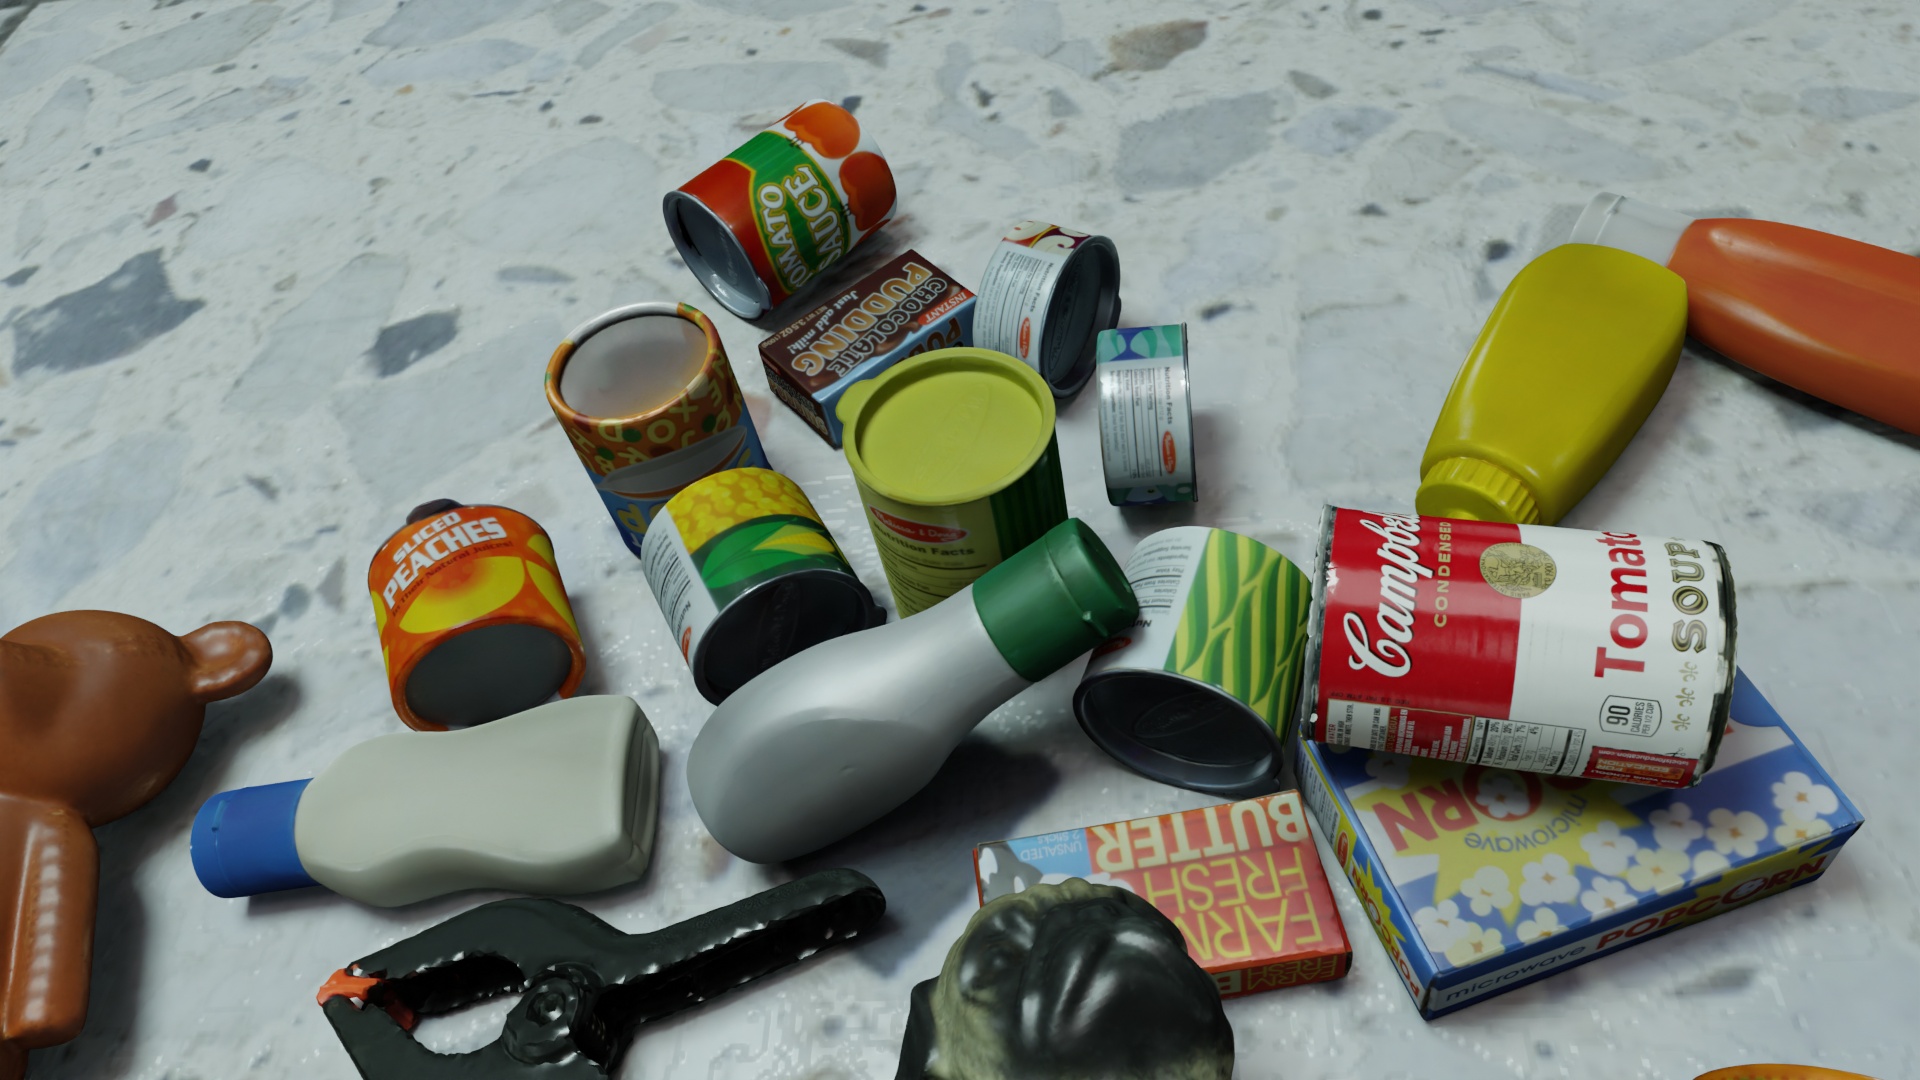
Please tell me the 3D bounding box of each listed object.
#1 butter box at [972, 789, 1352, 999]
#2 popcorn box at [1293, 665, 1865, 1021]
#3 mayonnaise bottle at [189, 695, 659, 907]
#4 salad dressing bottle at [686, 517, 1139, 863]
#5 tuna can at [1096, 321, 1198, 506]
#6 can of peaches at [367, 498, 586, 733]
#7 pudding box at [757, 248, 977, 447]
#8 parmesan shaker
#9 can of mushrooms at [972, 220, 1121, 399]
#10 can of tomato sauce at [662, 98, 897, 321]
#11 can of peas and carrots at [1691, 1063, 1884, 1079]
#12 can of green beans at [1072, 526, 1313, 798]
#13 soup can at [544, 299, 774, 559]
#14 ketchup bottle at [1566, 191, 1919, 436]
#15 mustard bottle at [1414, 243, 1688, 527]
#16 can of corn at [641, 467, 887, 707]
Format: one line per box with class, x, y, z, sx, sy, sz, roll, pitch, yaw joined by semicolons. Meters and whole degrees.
butter box;0.058;0.110;0.412;0.103;0.024;0.053;-10;50;3
popcorn box;0.174;0.076;0.407;0.127;0.038;0.085;-18;49;-3
mayonnaise bottle;-0.178;0.092;0.465;0.148;0.041;0.065;-9;49;6
salad dressing bottle;-0.015;0.046;0.429;0.147;0.064;0.044;-33;40;15
tuna can;0.069;-0.046;0.512;0.033;0.070;0.071;-4;51;10
can of peaches;-0.173;0.029;0.495;0.071;0.071;0.058;-24;52;-8
pudding box;-0.036;-0.081;0.582;0.084;0.030;0.050;-35;54;-17
parmesan shaker;0.002;-0.006;0.466;0.071;0.102;0.072;-5;51;7
can of mushrooms;0.036;-0.092;0.556;0.033;0.070;0.071;19;58;26
can of tomato sauce;-0.078;-0.148;0.622;0.071;0.070;0.083;34;64;32
can of peas and carrots;0.197;0.160;0.316;0.071;0.070;0.059;10;54;19
can of green beans;0.076;0.038;0.440;0.071;0.071;0.058;12;54;20
soup can;-0.111;-0.038;0.528;0.071;0.083;0.072;-5;51;7
ketchup bottle;0.302;-0.090;0.512;0.149;0.043;0.065;30;62;31
mustard bottle;0.199;-0.040;0.489;0.065;0.048;0.161;27;62;29
can of corn;-0.070;0.016;0.488;0.071;0.070;0.058;-27;51;-11
